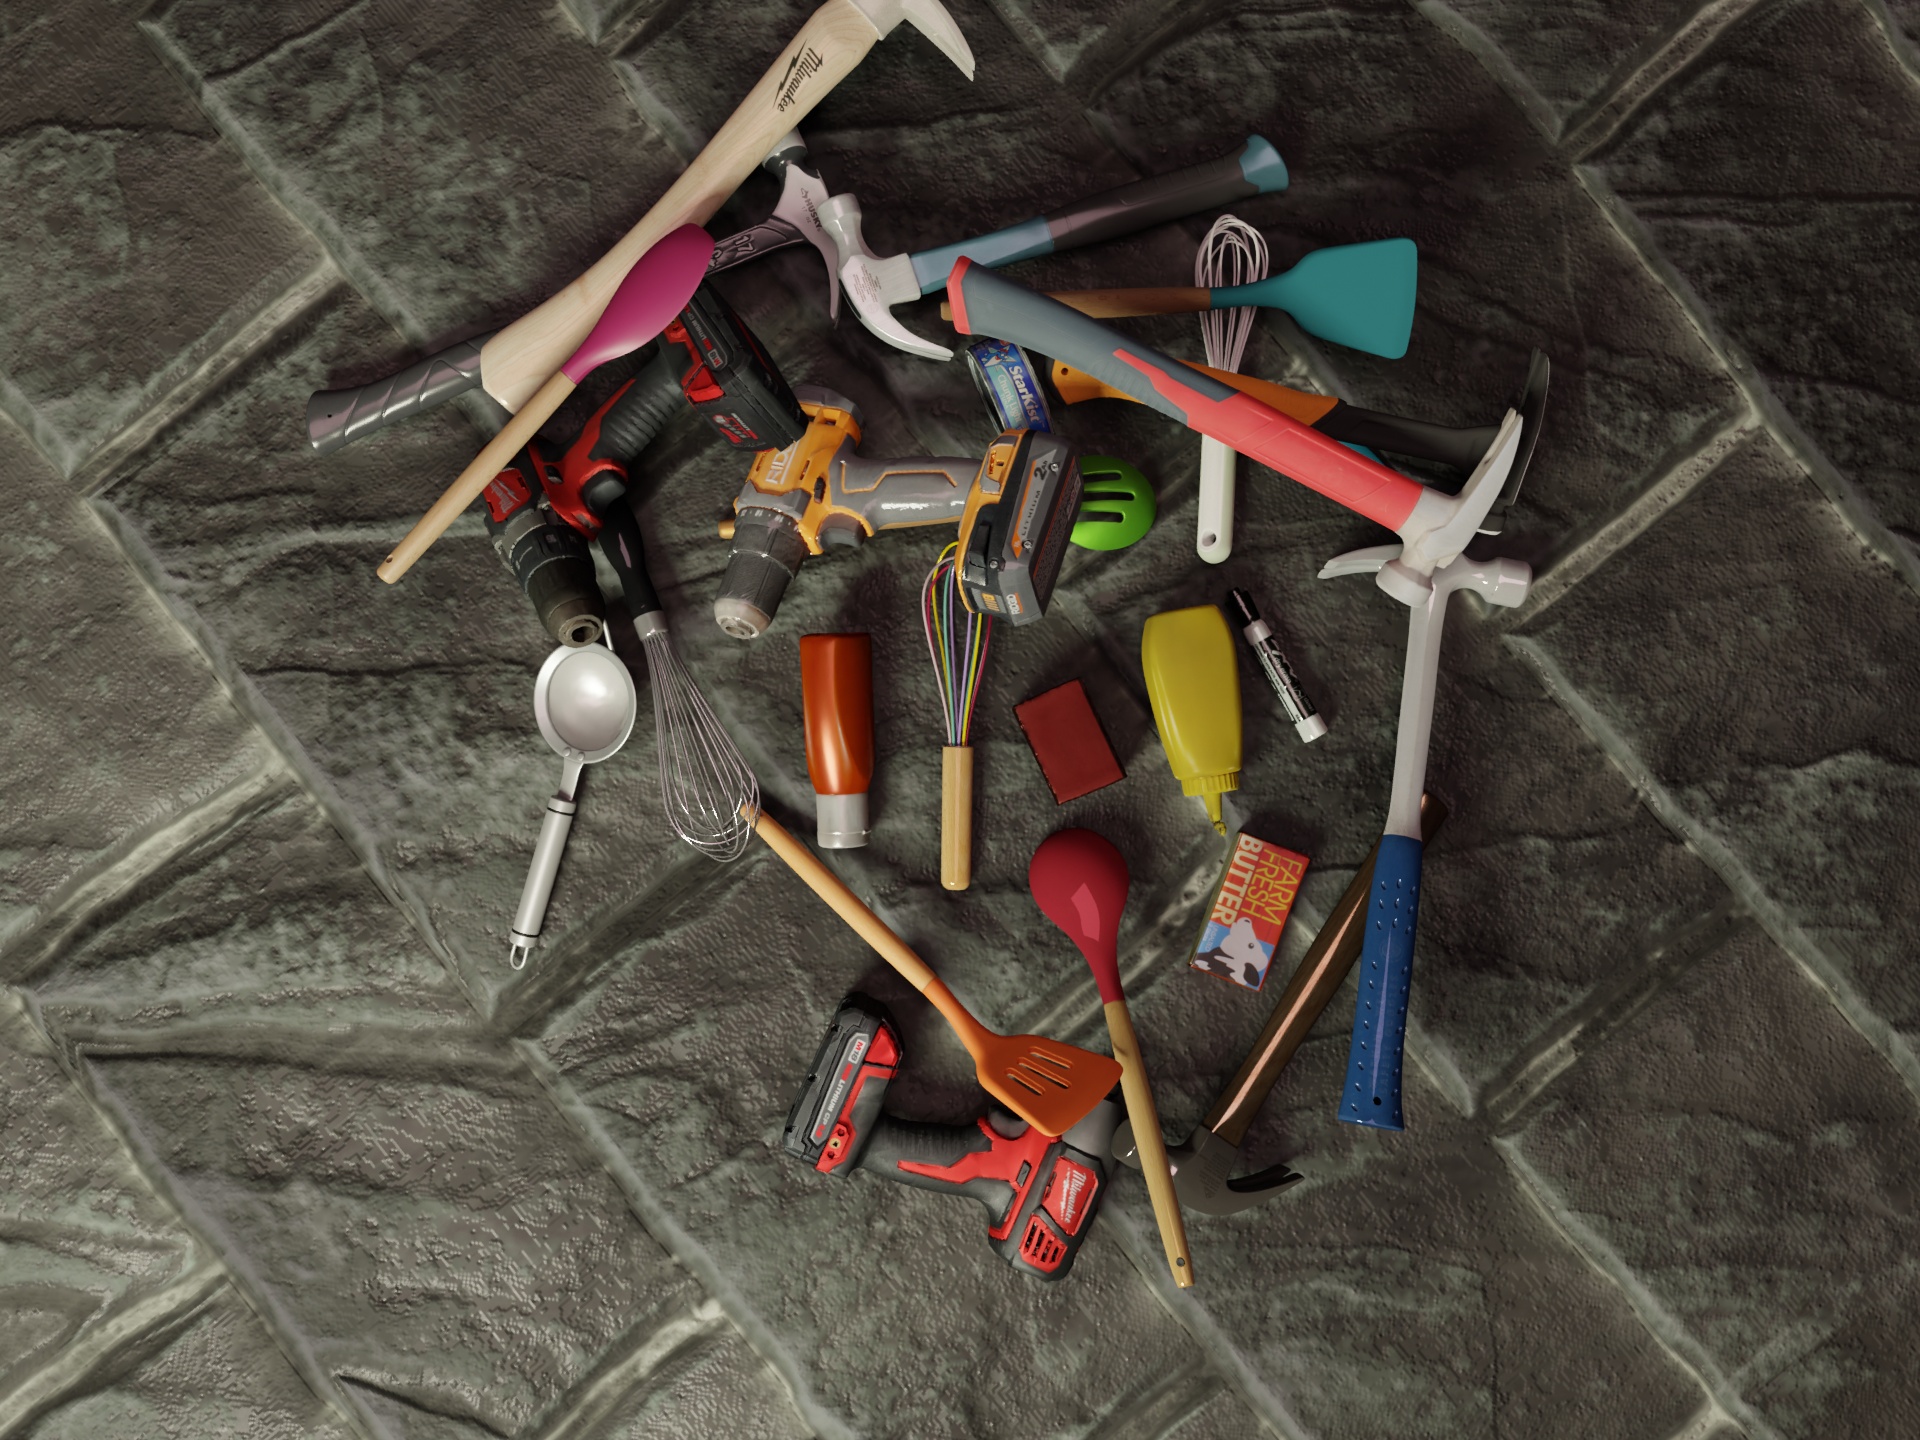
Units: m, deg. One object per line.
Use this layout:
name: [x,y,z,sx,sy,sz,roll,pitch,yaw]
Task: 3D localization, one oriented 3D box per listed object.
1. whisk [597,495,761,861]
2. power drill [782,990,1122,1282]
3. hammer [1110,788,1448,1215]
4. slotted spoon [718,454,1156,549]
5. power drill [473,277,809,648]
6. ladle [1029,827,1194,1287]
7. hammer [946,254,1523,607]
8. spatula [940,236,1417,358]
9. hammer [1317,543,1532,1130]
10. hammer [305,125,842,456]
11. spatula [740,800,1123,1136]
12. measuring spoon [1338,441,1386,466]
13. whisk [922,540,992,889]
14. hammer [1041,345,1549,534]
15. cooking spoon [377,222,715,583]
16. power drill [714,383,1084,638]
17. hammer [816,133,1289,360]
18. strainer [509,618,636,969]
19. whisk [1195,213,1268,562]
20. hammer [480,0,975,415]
whisk: [-0.204,-0.036,1.110,0.070,0.070,0.285,-21,81,-1]
power drill: [0.001,0.275,1.087,0.219,0.078,0.143,25,87,-2]
hammer: [0.241,0.191,1.099,0.130,0.031,0.331,37,82,-19]
slotted spoon: [-0.016,-0.147,1.134,0.314,0.031,0.070,-4,82,1]
power drill: [-0.217,-0.167,1.064,0.226,0.080,0.188,-36,54,7]
ladle: [0.108,0.214,1.058,0.069,0.031,0.316,-14,67,0]
hammer: [0.173,-0.220,1.047,0.386,0.038,0.143,26,111,-5]
spatula: [0.145,-0.284,1.083,0.317,0.044,0.082,-3,123,1]
hammer: [0.296,0.069,1.082,0.144,0.035,0.406,10,76,2]
hammer: [-0.276,-0.282,1.137,0.409,0.036,0.149,-24,88,-1]
spatula: [-0.035,0.156,1.072,0.323,0.041,0.081,41,47,18]
measuring spoon: [0.303,-0.174,1.136,0.128,0.021,0.042,43,88,1]
whisk: [-0.003,-0.004,1.123,0.047,0.051,0.245,1,91,21]
hammer: [0.223,-0.219,1.082,0.337,0.034,0.127,11,116,0]
cooking spoon: [-0.280,-0.211,1.066,0.319,0.017,0.069,-47,55,3]
power drill: [-0.049,-0.125,1.068,0.226,0.084,0.185,13,69,18]
hammer: [0.074,-0.351,1.129,0.331,0.033,0.128,-19,96,-5]
strainer: [-0.277,0.051,1.116,0.087,0.050,0.258,18,93,22]
whisk: [0.186,-0.235,1.130,0.058,0.059,0.246,3,91,38]
hammer: [-0.172,-0.364,1.104,0.146,0.038,0.410,43,90,-1]
